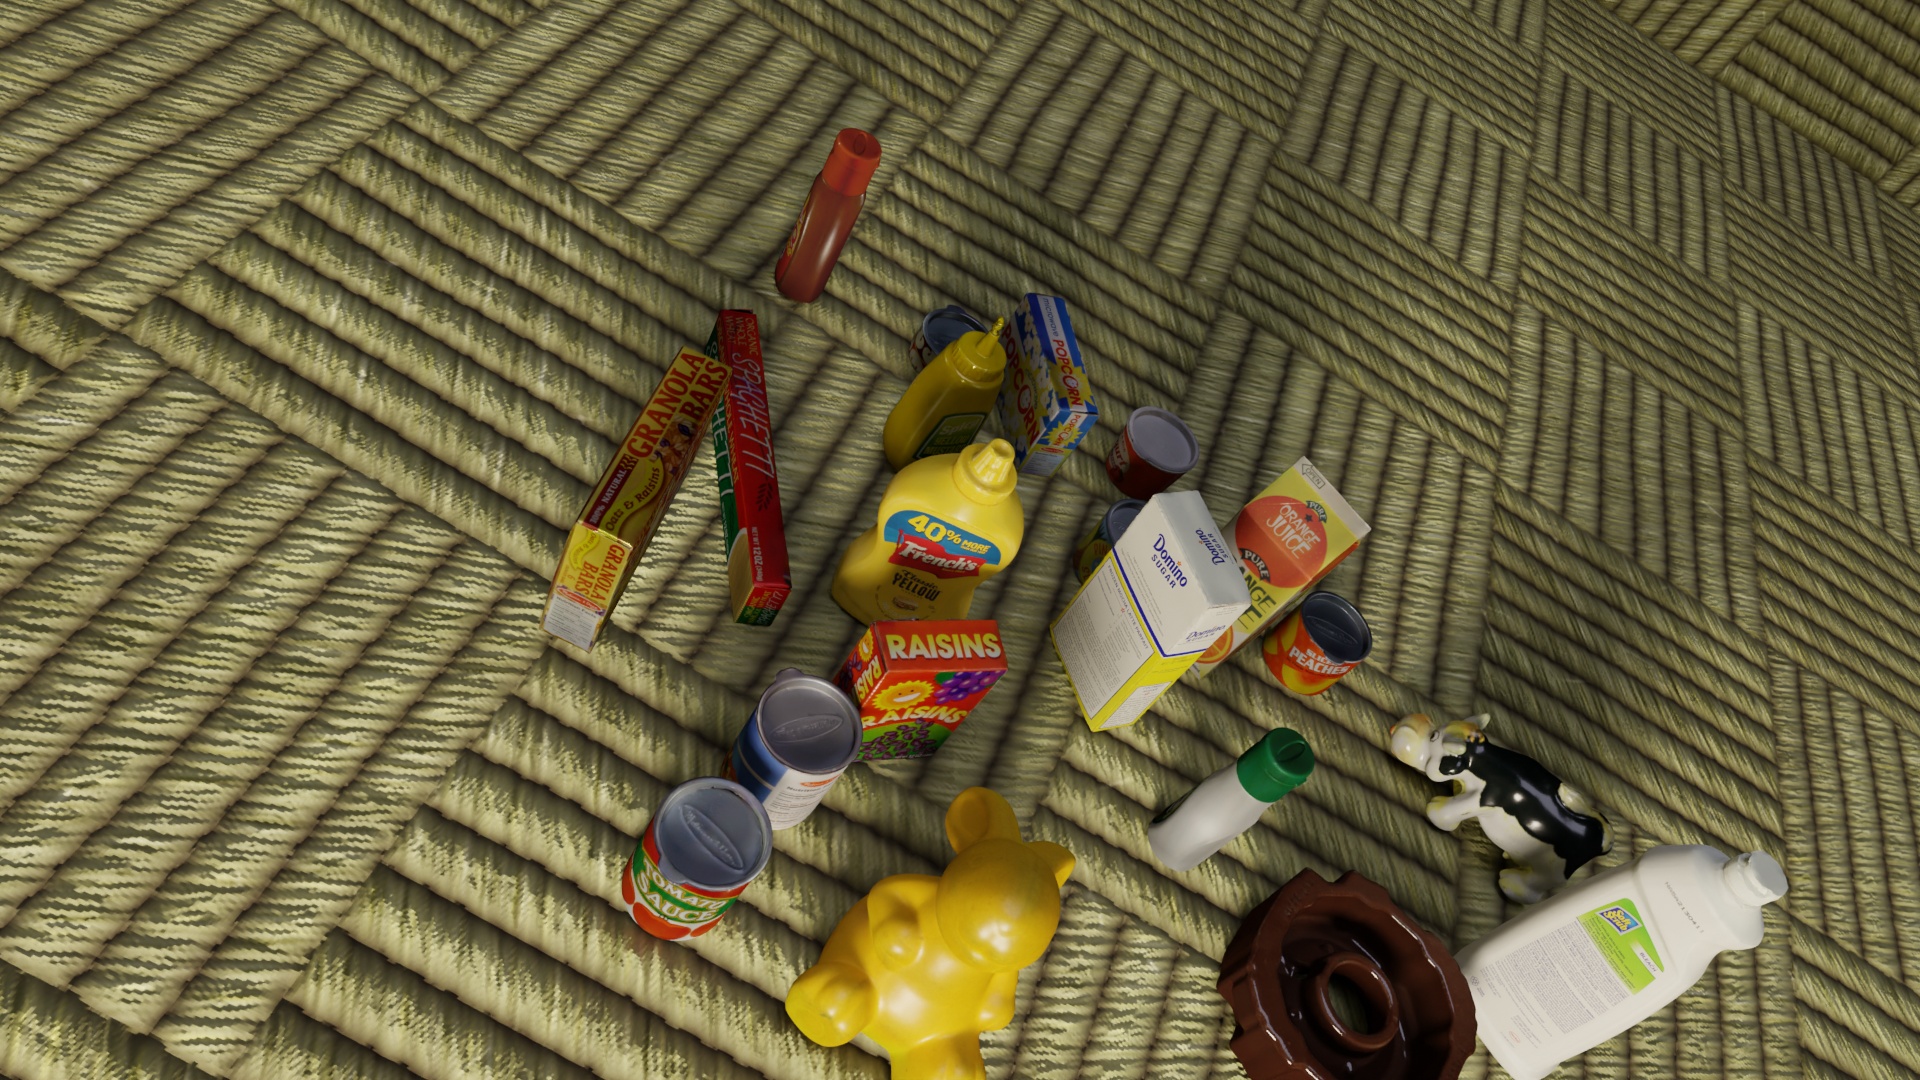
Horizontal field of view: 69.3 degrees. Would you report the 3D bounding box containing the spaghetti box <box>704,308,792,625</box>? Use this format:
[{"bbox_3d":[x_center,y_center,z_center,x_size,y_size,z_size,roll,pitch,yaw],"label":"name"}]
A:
[{"bbox_3d":[-0.153,-0.058,0.988,0.029,0.050,0.251,5,54,-26],"label":"spaghetti box"}]

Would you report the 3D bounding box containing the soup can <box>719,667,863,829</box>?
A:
[{"bbox_3d":[-0.106,0.128,0.850,0.071,0.083,0.072,15,50,-19],"label":"soup can"}]

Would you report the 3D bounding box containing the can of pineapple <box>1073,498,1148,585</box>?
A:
[{"bbox_3d":[0.128,0.011,1.083,0.071,0.057,0.071,15,50,-19],"label":"can of pineapple"}]

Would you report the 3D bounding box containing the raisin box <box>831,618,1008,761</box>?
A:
[{"bbox_3d":[-0.035,0.096,0.885,0.086,0.122,0.040,2,56,-27],"label":"raisin box"}]

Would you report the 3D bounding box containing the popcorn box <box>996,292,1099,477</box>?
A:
[{"bbox_3d":[0.065,-0.128,1.135,0.038,0.084,0.127,5,54,-26],"label":"popcorn box"}]

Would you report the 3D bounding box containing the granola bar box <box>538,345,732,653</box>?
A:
[{"bbox_3d":[-0.207,-0.028,0.885,0.039,0.123,0.166,27,48,-9],"label":"granola bar box"}]

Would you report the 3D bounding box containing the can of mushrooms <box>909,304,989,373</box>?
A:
[{"bbox_3d":[-0.007,-0.160,1.156,0.071,0.033,0.071,15,50,-19],"label":"can of mushrooms"}]

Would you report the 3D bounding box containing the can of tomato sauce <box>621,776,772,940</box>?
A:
[{"bbox_3d":[-0.151,0.182,0.784,0.071,0.082,0.071,15,50,-19],"label":"can of tomato sauce"}]

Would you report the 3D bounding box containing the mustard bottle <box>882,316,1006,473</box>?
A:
[{"bbox_3d":[-0.005,-0.109,1.032,0.065,0.159,0.049,-8,61,-33],"label":"mustard bottle"}]

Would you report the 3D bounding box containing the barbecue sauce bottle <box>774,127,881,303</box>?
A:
[{"bbox_3d":[-0.104,-0.258,1.099,0.044,0.147,0.065,21,49,-14],"label":"barbecue sauce bottle"}]

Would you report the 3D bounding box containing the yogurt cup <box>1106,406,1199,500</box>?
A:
[{"bbox_3d":[0.158,-0.070,1.164,0.072,0.053,0.073,15,50,-19],"label":"yogurt cup"}]

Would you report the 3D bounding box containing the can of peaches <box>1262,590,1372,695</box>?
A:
[{"bbox_3d":[0.285,0.085,1.113,0.071,0.057,0.071,15,50,-19],"label":"can of peaches"}]

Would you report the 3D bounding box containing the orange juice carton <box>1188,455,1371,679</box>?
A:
[{"bbox_3d":[0.225,0.018,1.039,0.073,0.191,0.072,-28,73,-40],"label":"orange juice carton"}]

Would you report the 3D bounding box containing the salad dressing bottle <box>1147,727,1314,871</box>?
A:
[{"bbox_3d":[0.180,0.173,0.927,0.064,0.147,0.044,-19,67,-37],"label":"salad dressing bottle"}]
